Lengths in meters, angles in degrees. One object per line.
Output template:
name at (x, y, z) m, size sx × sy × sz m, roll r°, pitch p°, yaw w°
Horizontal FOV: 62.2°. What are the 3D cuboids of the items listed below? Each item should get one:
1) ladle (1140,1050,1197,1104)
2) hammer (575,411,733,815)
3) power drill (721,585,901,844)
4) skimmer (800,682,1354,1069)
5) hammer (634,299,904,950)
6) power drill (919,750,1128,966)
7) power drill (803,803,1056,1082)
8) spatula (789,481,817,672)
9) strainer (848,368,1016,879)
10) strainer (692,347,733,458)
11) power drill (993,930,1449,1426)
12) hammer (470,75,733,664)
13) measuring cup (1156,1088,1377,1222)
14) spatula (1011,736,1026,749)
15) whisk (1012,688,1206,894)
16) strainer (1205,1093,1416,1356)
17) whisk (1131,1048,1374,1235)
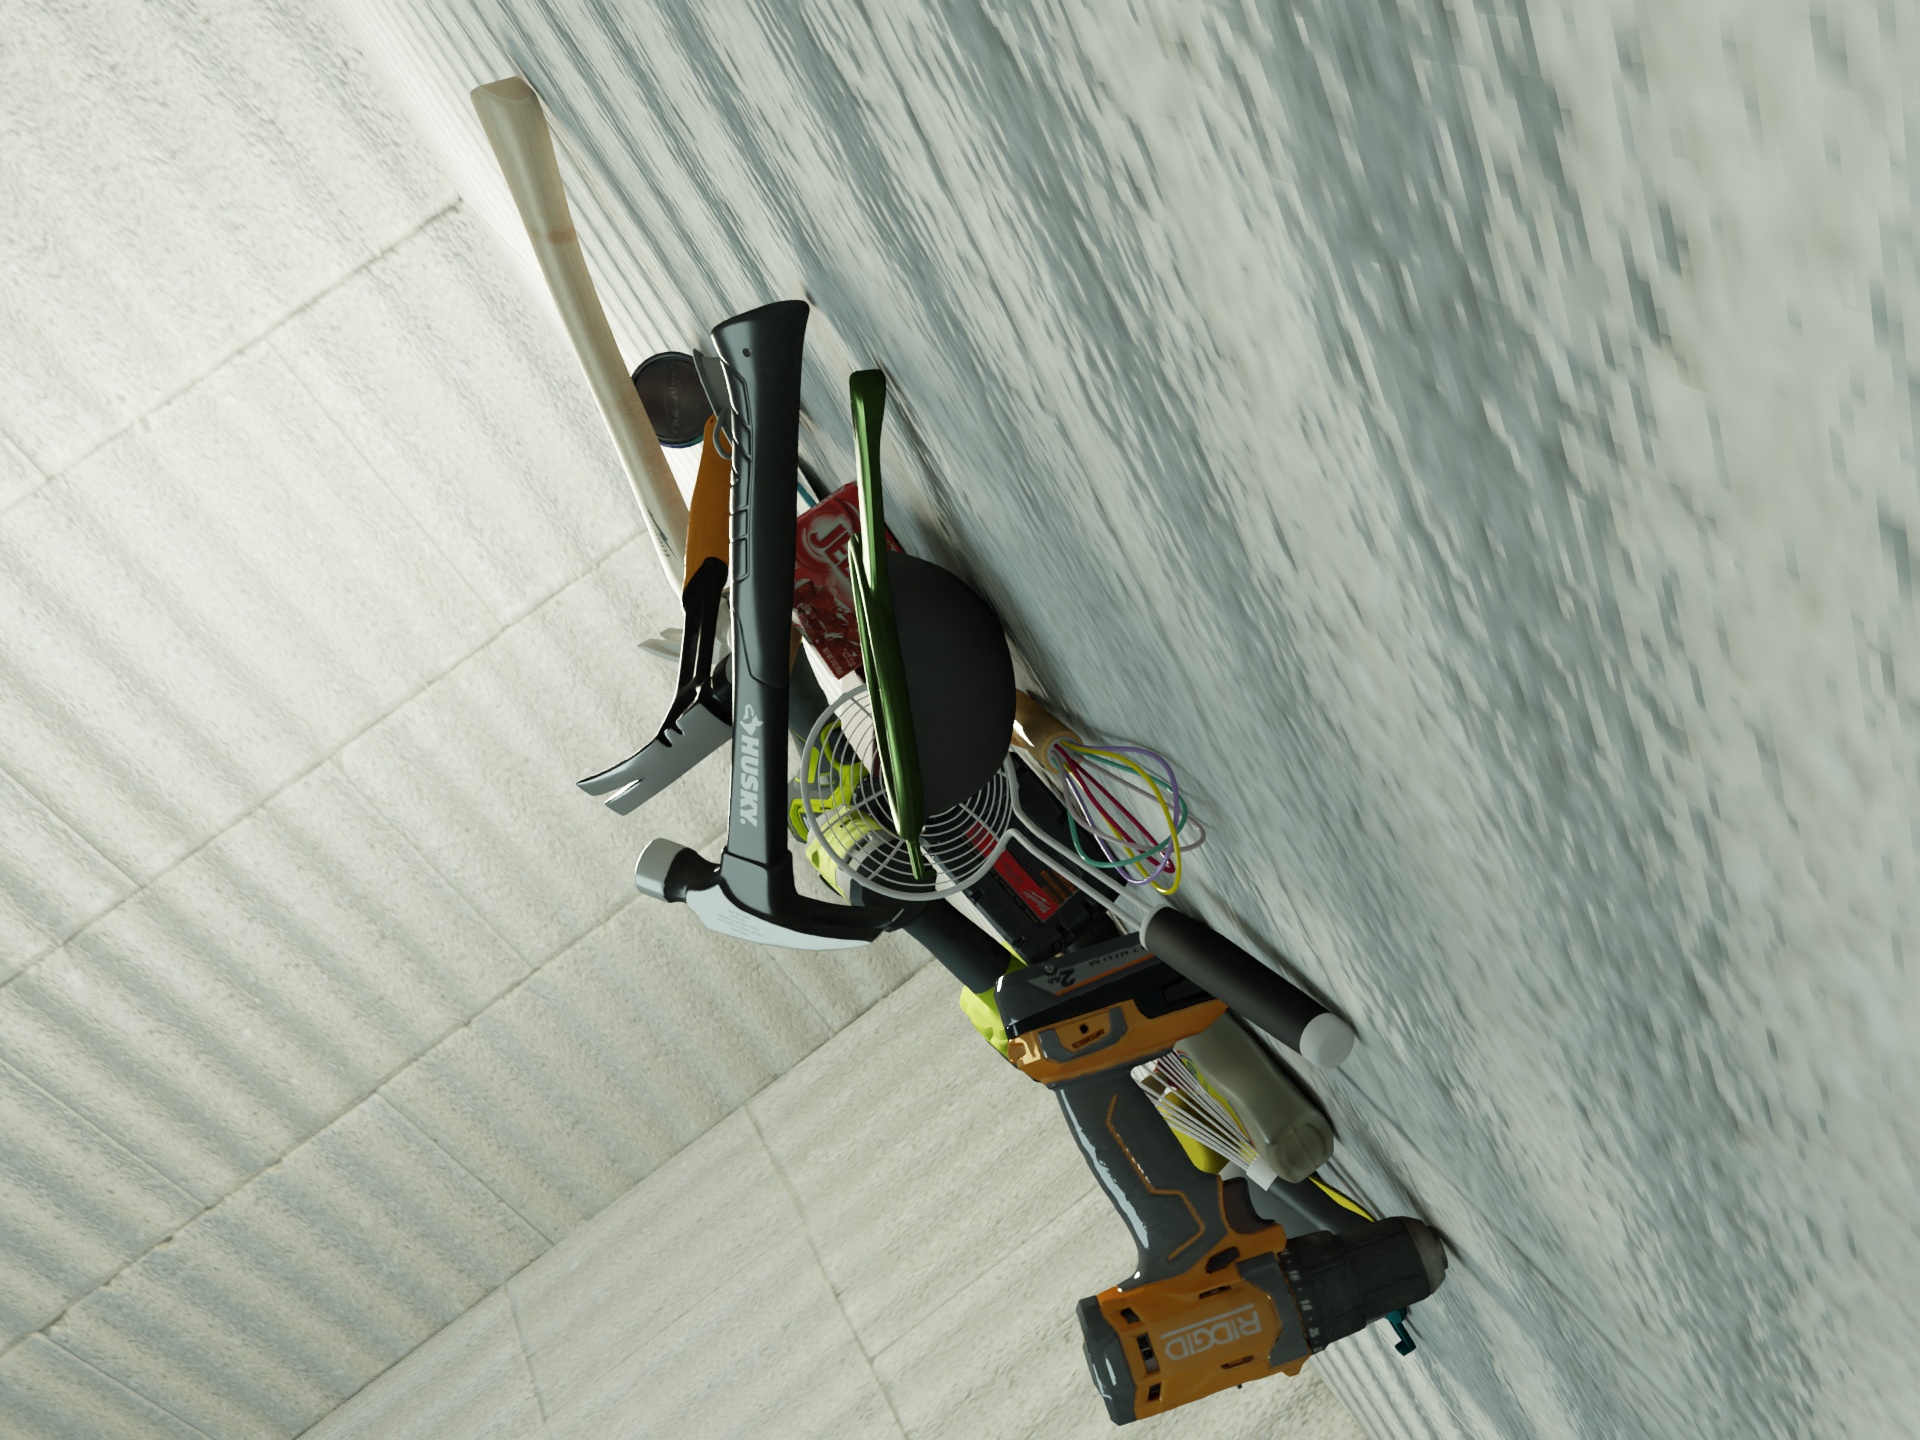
ladle at (0.132, 0.256, 1.111) m, size 0.069 × 0.031 × 0.315 m, roll 61°, pitch -168°, yaw 10°
hammer at (-0.158, -0.090, 0.969) m, size 0.034 × 0.127 × 0.337 m, roll 39°, pitch -150°, yaw -30°
power drill at (-0.098, -0.005, 1.209) m, size 0.190 × 0.080 × 0.228 m, roll -3°, pitch 112°, yaw 56°
skimmer at (0.038, 0.079, 0.786) m, size 0.364 × 0.090 × 0.127 m, roll 31°, pitch 113°, yaw 54°
hammer at (-0.091, -0.034, 0.761) m, size 0.146 × 0.035 × 0.334 m, roll 17°, pitch 121°, yaw 21°
power drill at (0.047, 0.100, 1.040) m, size 0.188 × 0.080 × 0.226 m, roll 48°, pitch 177°, yaw 0°
power drill at (-0.013, 0.148, 1.134) m, size 0.223 × 0.080 × 0.171 m, roll 44°, pitch 173°, yaw -21°
spatula at (-0.105, -0.067, 0.956) m, size 0.082 × 0.044 × 0.318 m, roll 52°, pitch -152°, yaw -28°
strainer at (-0.011, -0.056, 0.735) m, size 0.256 × 0.069 × 0.152 m, roll 88°, pitch 171°, yaw -48°
strainer at (-0.138, -0.197, 0.963) m, size 0.086 × 0.050 × 0.259 m, roll 63°, pitch 176°, yaw -24°
power drill at (0.127, 0.218, 0.810) m, size 0.084 × 0.185 × 0.226 m, roll 78°, pitch 174°, yaw -75°
hammer at (-0.245, -0.227, 1.099) m, size 0.146 × 0.038 × 0.410 m, roll 4°, pitch 120°, yaw 48°
measuring cup at (0.183, 0.282, 0.984) m, size 0.157 × 0.029 × 0.062 m, roll 23°, pitch 132°, yaw 35°
spatula at (-0.002, -0.003, 0.984) m, size 0.323 × 0.041 × 0.081 m, roll -156°, pitch 56°, yaw -74°
whisk at (0.053, 0.025, 0.733) m, size 0.047 × 0.051 × 0.245 m, roll 50°, pitch 178°, yaw -20°
strainer at (0.187, 0.322, 1.098) m, size 0.211 × 0.095 × 0.340 m, roll 47°, pitch 172°, yaw 50°
whisk at (0.159, 0.247, 0.956) m, size 0.285 × 0.070 × 0.070 m, roll 37°, pitch 168°, yaw 22°
